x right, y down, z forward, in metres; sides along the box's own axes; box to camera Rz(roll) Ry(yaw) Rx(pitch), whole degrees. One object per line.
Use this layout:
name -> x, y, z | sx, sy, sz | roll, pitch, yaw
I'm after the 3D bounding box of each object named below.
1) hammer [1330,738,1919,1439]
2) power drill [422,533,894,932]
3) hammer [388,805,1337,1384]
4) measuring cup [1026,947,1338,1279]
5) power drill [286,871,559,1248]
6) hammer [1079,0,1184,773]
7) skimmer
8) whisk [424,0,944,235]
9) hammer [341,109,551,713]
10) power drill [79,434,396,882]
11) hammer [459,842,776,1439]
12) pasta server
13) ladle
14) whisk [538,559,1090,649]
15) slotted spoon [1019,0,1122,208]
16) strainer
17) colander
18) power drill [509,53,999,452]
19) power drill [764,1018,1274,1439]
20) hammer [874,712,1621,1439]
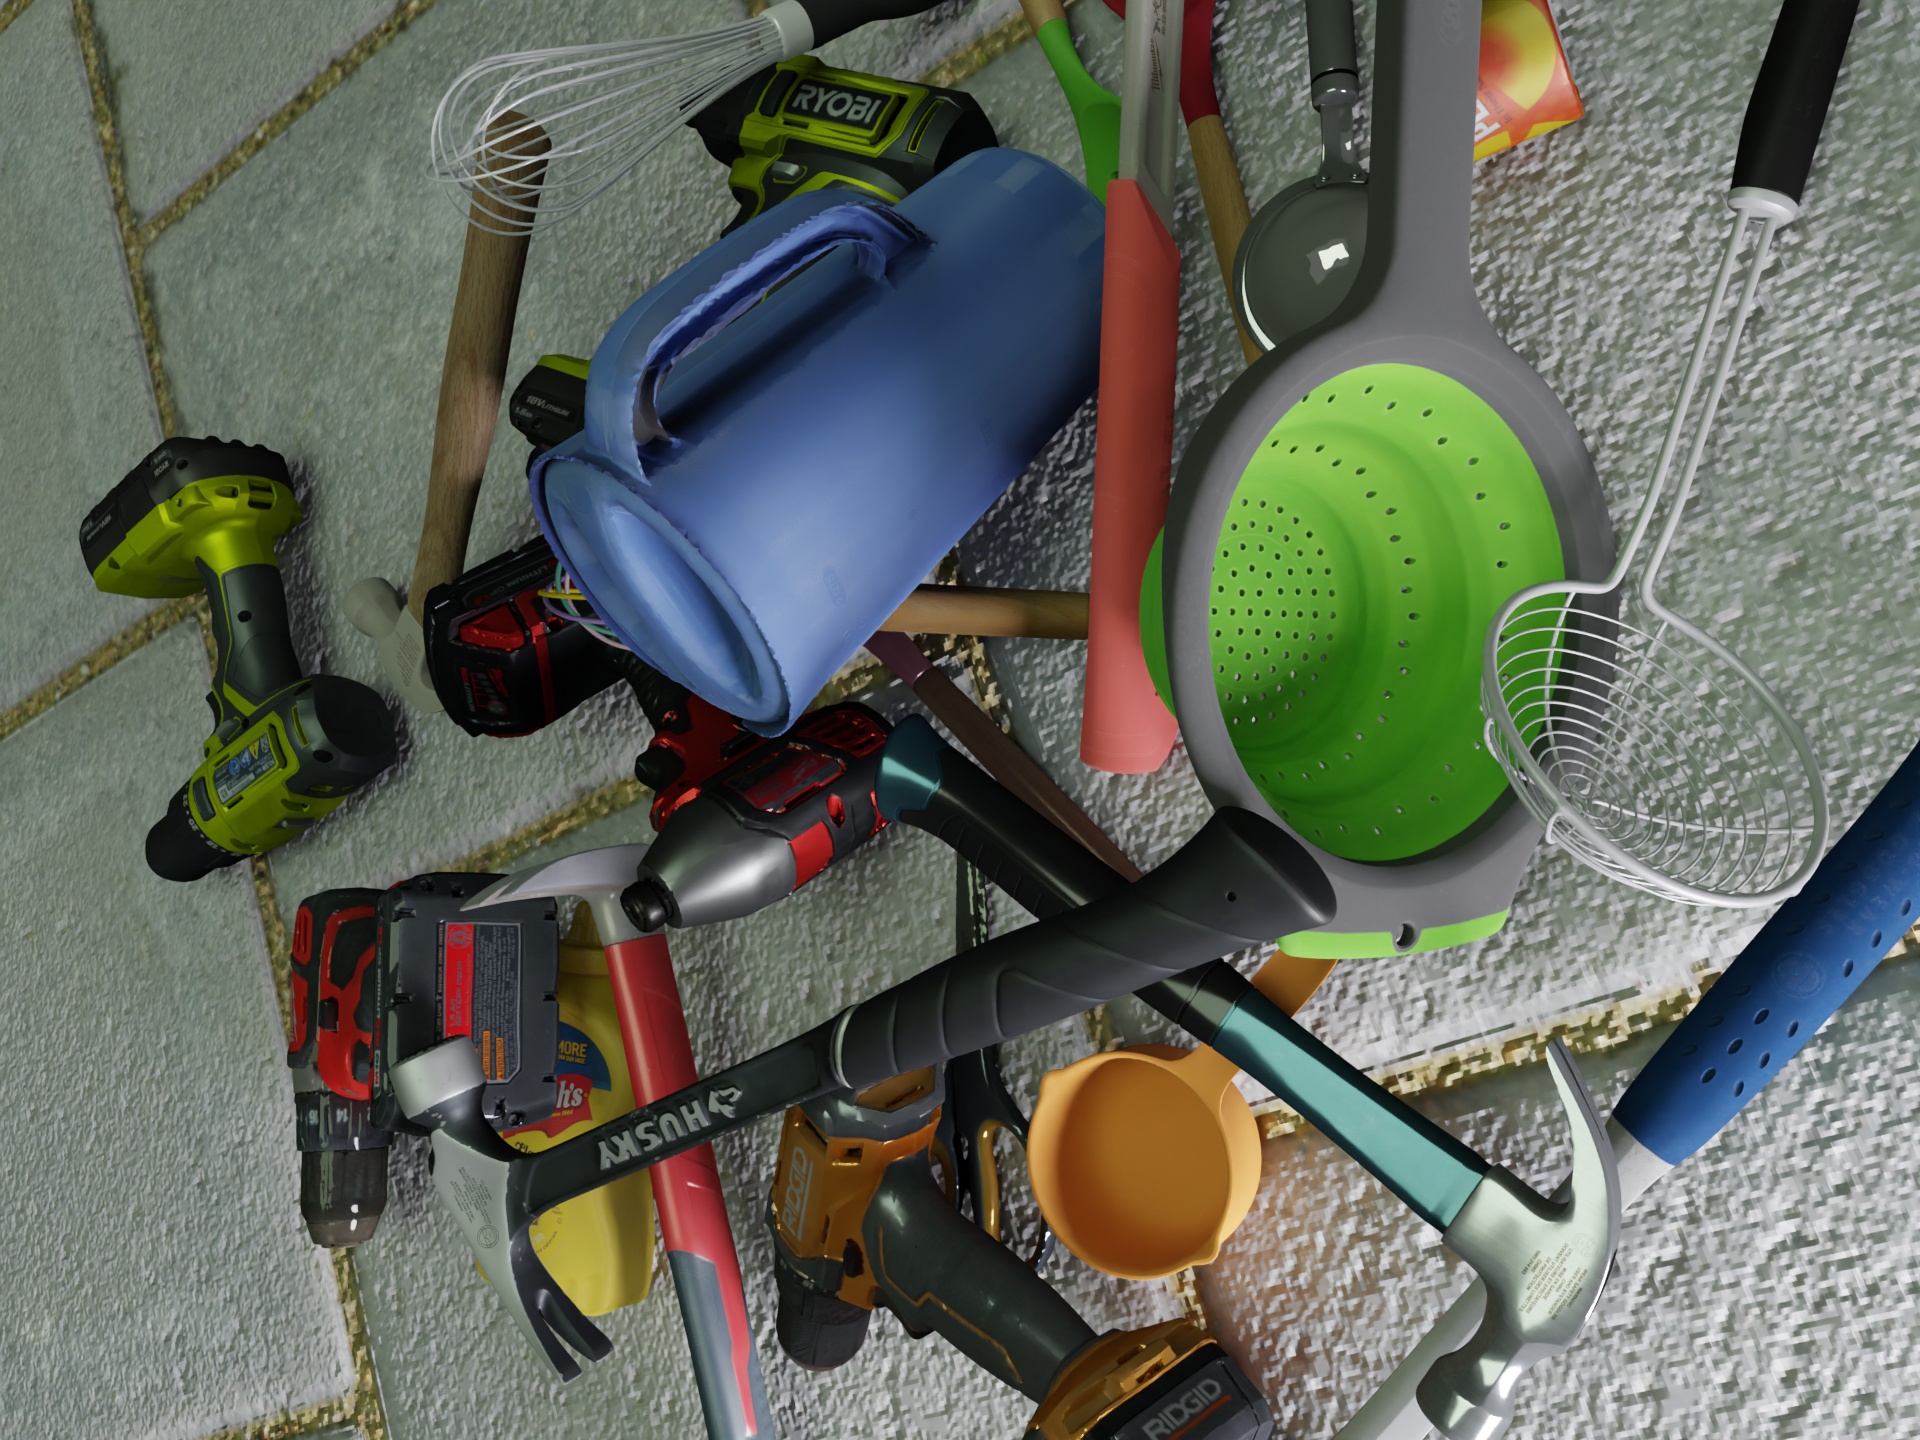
hammer -> 0.238, 0.159, 0.559 | 0.144, 0.035, 0.405 | 41, 106, 26
power drill -> -0.142, 0.004, 0.728 | 0.220, 0.143, 0.078 | 36, 143, 27
hammer -> -0.051, 0.130, 0.577 | 0.409, 0.036, 0.149 | -28, 84, 29
measuring cup -> 0.101, 0.142, 0.630 | 0.095, 0.052, 0.173 | 44, 105, 25
power drill -> -0.282, 0.170, 0.794 | 0.227, 0.080, 0.188 | -18, 71, 51
hammer -> 0.063, -0.153, 0.606 | 0.037, 0.149, 0.359 | 15, 110, 41
skimmer -> 0.266, -0.120, 0.524 | 0.127, 0.090, 0.363 | 18, 89, -9
whisk -> -0.103, -0.288, 0.690 | 0.284, 0.070, 0.070 | -34, 63, -24
hammer -> -0.246, -0.137, 0.789 | 0.130, 0.031, 0.331 | 45, 131, 25
power drill -> -0.435, -0.030, 0.933 | 0.190, 0.080, 0.229 | -30, 75, 27
hammer -> -0.124, 0.247, 0.709 | 0.038, 0.143, 0.386 | -18, 82, 27
pasta server -> -0.001, -0.002, 0.706 | 0.060, 0.040, 0.316 | -46, 67, 4
ladle -> 0.109, -0.227, 0.666 | 0.069, 0.031, 0.315 | -17, 80, 28
whisk -> -0.063, -0.053, 0.696 | 0.245, 0.047, 0.051 | 3, 69, 3
slotted spoon -> 0.034, -0.329, 0.711 | 0.031, 0.070, 0.314 | -13, 71, -17
strainer -> 0.149, -0.245, 0.637 | 0.087, 0.050, 0.258 | -3, 80, 9
colander -> 0.135, -0.120, 0.570 | 0.094, 0.204, 0.397 | 8, 98, 61
power drill -> -0.104, -0.203, 0.736 | 0.171, 0.080, 0.223 | 23, 80, 29
power drill -> 0.000, 0.251, 0.631 | 0.226, 0.084, 0.185 | 39, 130, 36
hammer -> 0.089, 0.103, 0.591 | 0.331, 0.033, 0.128 | 37, 101, 26
